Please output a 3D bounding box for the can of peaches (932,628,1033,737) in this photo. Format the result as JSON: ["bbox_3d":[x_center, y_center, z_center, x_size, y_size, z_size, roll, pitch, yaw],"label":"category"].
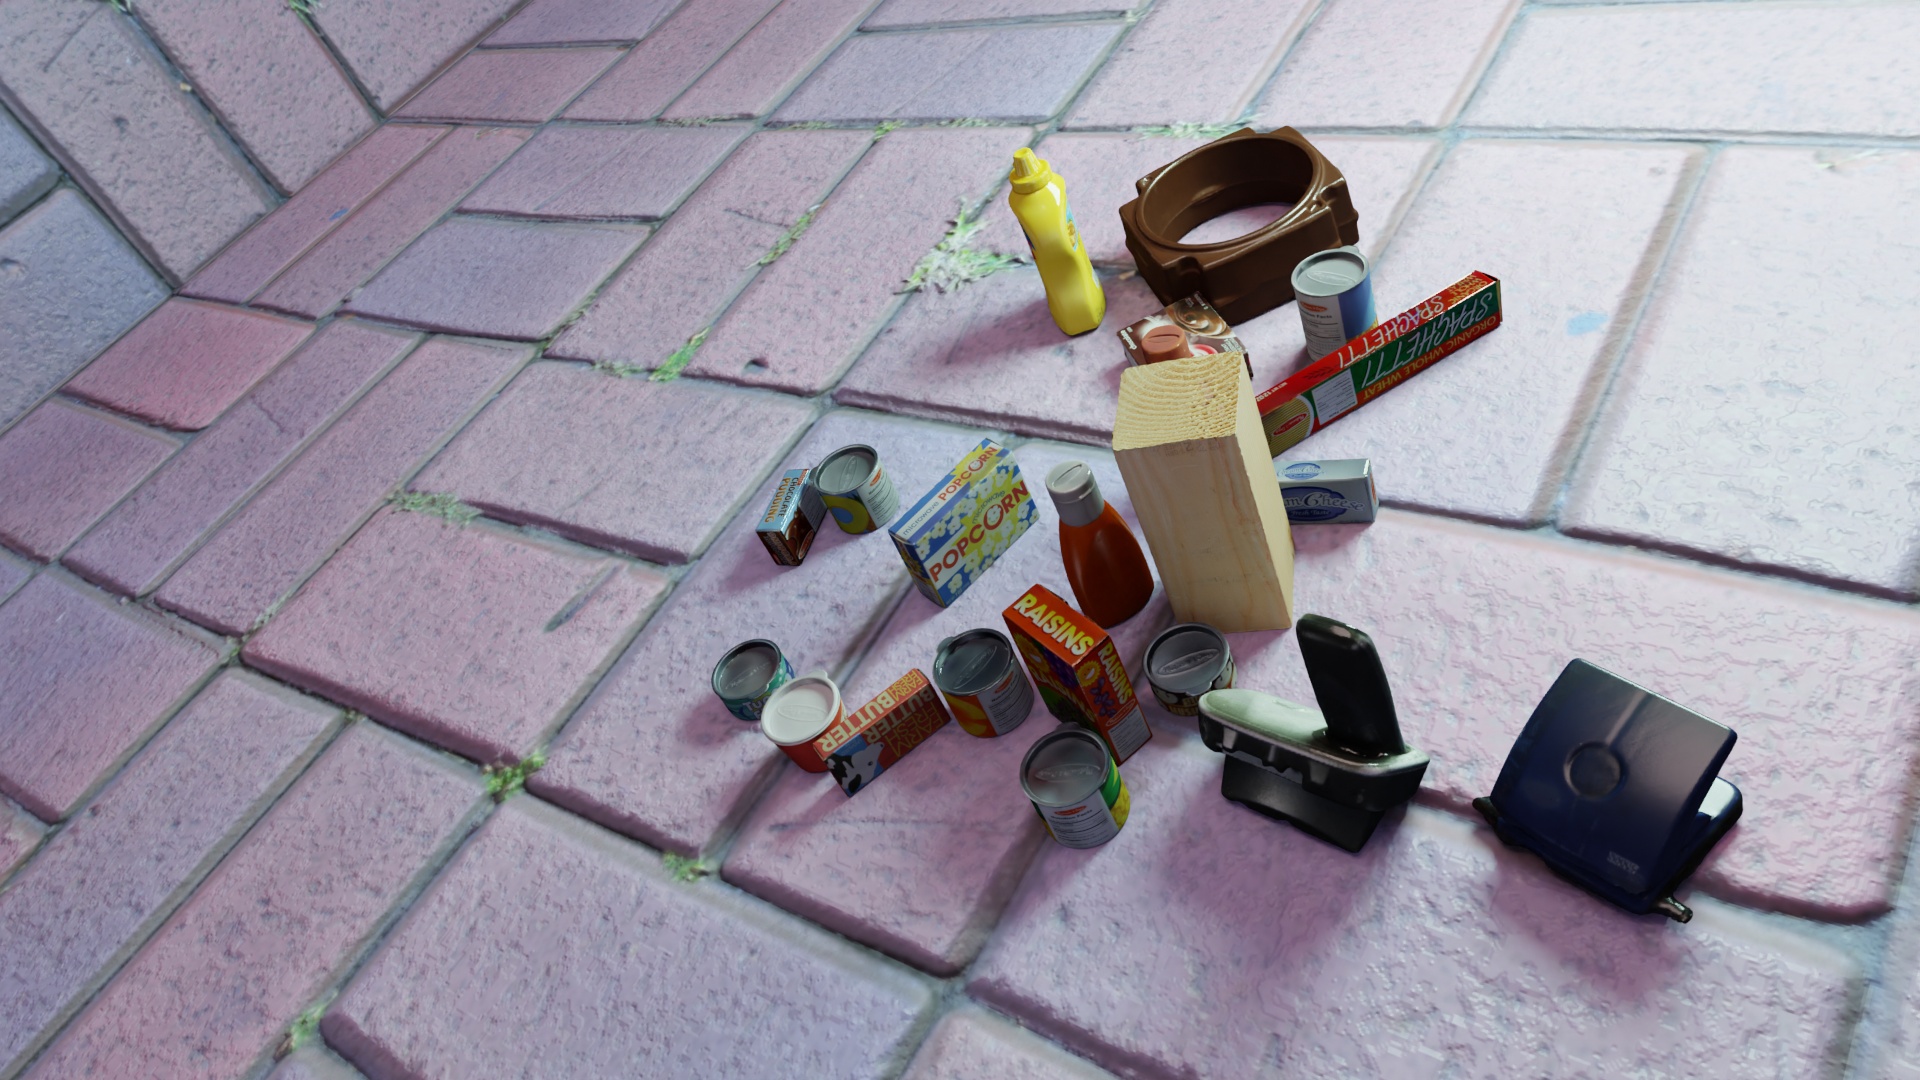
[{"bbox_3d":[0.017,0.111,1.089,0.071,0.057,0.071,-14,43,14],"label":"can of peaches"}]

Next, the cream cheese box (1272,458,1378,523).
[{"bbox_3d":[0.278,-0.038,1.113,0.104,0.053,0.024,-1,48,26],"label":"cream cheese box"}]

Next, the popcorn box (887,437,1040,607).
[{"bbox_3d":[0.004,-0.015,1.204,0.127,0.085,0.038,-44,44,-19],"label":"popcorn box"}]

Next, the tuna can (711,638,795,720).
[{"bbox_3d":[-0.177,0.121,1.196,0.071,0.032,0.071,-14,43,14],"label":"tuna can"}]

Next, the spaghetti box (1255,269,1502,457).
[{"bbox_3d":[0.353,-0.151,1.192,0.250,0.050,0.029,-30,41,-4],"label":"spaghetti box"}]

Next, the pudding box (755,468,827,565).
[{"bbox_3d":[-0.159,-0.023,1.321,0.030,0.049,0.084,-1,47,26],"label":"pudding box"}]

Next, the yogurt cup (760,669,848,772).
[{"bbox_3d":[-0.120,0.150,1.121,0.072,0.053,0.073,-14,43,14],"label":"yogurt cup"}]

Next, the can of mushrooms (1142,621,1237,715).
[{"bbox_3d":[0.173,0.098,1.042,0.071,0.033,0.071,-14,43,14],"label":"can of mushrooms"}]

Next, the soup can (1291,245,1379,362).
[{"bbox_3d":[0.336,-0.207,1.233,0.071,0.083,0.072,-14,43,14],"label":"soup can"}]

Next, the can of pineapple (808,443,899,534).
[{"bbox_3d":[-0.099,-0.048,1.311,0.071,0.057,0.071,-14,43,14],"label":"can of pineapple"}]

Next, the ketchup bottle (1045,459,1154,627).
[{"bbox_3d":[0.106,0.001,1.088,0.065,0.148,0.043,-38,42,-12],"label":"ketchup bottle"}]

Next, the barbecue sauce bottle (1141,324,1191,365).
[{"bbox_3d":[0.187,-0.113,1.163,0.065,0.148,0.044,0,48,27],"label":"barbecue sauce bottle"}]

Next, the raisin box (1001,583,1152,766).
[{"bbox_3d":[0.087,0.098,1.018,0.040,0.123,0.086,-39,43,-14],"label":"raisin box"}]

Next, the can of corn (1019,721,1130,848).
[{"bbox_3d":[0.083,0.175,0.991,0.071,0.058,0.071,-14,43,14],"label":"can of corn"}]

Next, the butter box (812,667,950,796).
[{"bbox_3d":[-0.061,0.150,1.092,0.104,0.053,0.024,-36,42,-11],"label":"butter box"}]
